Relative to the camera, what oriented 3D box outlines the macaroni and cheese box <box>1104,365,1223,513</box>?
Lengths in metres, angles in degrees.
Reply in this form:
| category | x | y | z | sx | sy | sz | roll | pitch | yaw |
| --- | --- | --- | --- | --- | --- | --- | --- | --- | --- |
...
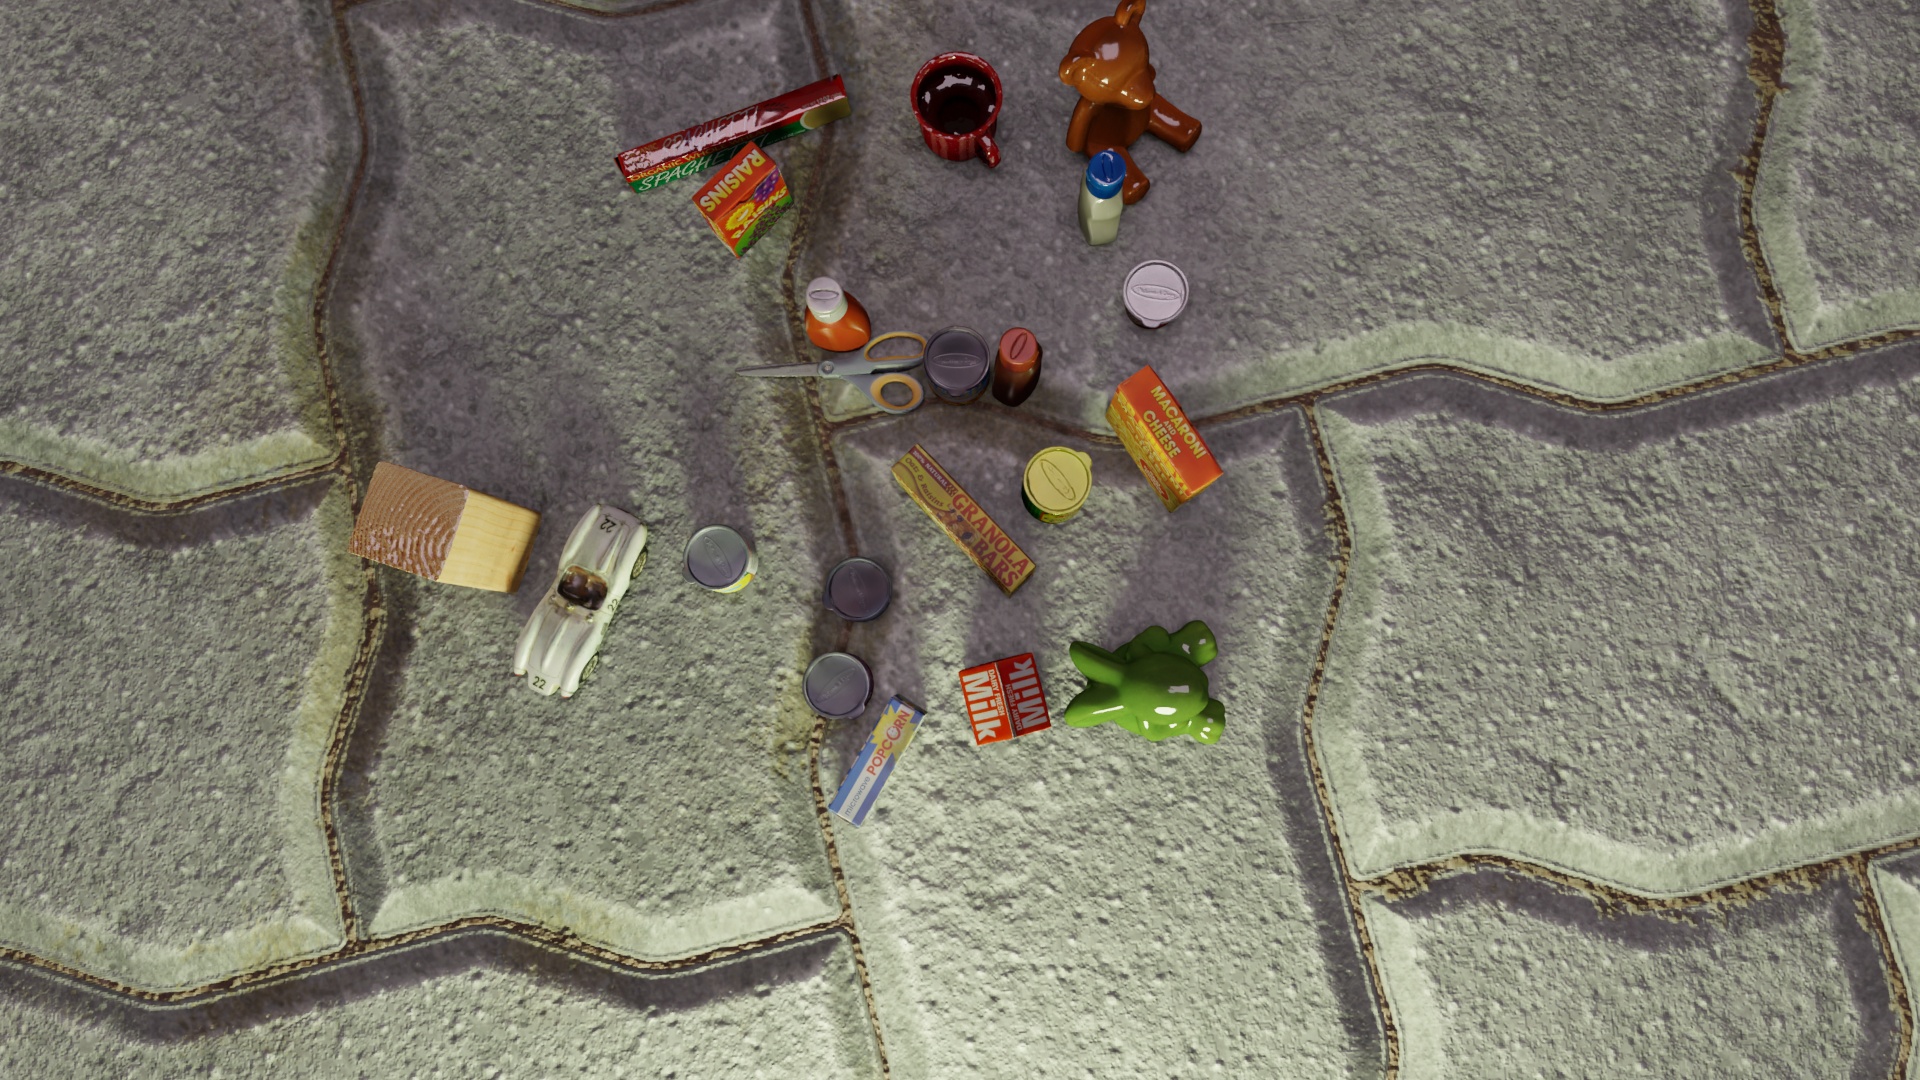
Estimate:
| category | x | y | z | sx | sy | sz | roll | pitch | yaw |
| --- | --- | --- | --- | --- | --- | --- | --- | --- | --- |
| macaroni and cheese box | 0.195 | -0.096 | 1.350 | 0.040 | 0.166 | 0.124 | -33 | 85 | -2 |

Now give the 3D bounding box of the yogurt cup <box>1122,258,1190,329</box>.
| category | x | y | z | sx | sy | sz | roll | pitch | yaw |
| --- | --- | --- | --- | --- | --- | --- | --- | --- | --- |
| yogurt cup | 0.198 | -0.249 | 1.423 | 0.072 | 0.054 | 0.072 | 0 | 84 | 1 |

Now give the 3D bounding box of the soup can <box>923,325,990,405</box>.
| category | x | y | z | sx | sy | sz | roll | pitch | yaw |
| --- | --- | --- | --- | --- | --- | --- | --- | --- | --- |
| soup can | -0.003 | -0.172 | 1.404 | 0.071 | 0.083 | 0.071 | 0 | 84 | 1 |

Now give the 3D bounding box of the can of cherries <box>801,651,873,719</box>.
| category | x | y | z | sx | sy | sz | roll | pitch | yaw |
| --- | --- | --- | --- | --- | --- | --- | --- | --- | --- |
| can of cherries | -0.120 | 0.147 | 1.386 | 0.071 | 0.058 | 0.071 | 0 | 84 | 1 |

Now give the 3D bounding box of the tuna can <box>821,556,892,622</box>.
| category | x | y | z | sx | sy | sz | roll | pitch | yaw |
| --- | --- | --- | --- | --- | --- | --- | --- | --- | --- |
| tuna can | -0.105 | 0.051 | 1.409 | 0.071 | 0.033 | 0.071 | 0 | 84 | 1 |

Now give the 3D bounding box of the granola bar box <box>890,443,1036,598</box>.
| category | x | y | z | sx | sy | sz | roll | pitch | yaw |
| --- | --- | --- | --- | --- | --- | --- | --- | --- | --- |
| granola bar box | 0.005 | -0.017 | 1.367 | 0.039 | 0.124 | 0.165 | -44 | 85 | -3 |

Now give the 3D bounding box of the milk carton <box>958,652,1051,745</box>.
| category | x | y | z | sx | sy | sz | roll | pitch | yaw |
| --- | --- | --- | --- | --- | --- | --- | --- | --- | --- |
| milk carton | 0.042 | 0.149 | 1.316 | 0.073 | 0.190 | 0.072 | -15 | 84 | 0 |

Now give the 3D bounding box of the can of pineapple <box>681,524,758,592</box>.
| category | x | y | z | sx | sy | sz | roll | pitch | yaw |
| --- | --- | --- | --- | --- | --- | --- | --- | --- | --- |
| can of pineapple | -0.243 | 0.019 | 1.403 | 0.071 | 0.058 | 0.071 | 0 | 84 | 1 |

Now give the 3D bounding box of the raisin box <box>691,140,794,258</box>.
| category | x | y | z | sx | sy | sz | roll | pitch | yaw |
| --- | --- | --- | --- | --- | --- | --- | --- | --- | --- |
| raisin box | -0.218 | -0.343 | 1.407 | 0.086 | 0.123 | 0.040 | -44 | 85 | -3 |

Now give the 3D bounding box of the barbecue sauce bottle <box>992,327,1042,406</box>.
| category | x | y | z | sx | sy | sz | roll | pitch | yaw |
| --- | --- | --- | --- | --- | --- | --- | --- | --- | --- |
| barbecue sauce bottle | 0.057 | -0.175 | 1.371 | 0.044 | 0.148 | 0.065 | 28 | 86 | 4 |

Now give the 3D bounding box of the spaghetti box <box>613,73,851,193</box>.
| category | x | y | z | sx | sy | sz | roll | pitch | yaw |
| --- | --- | --- | --- | --- | --- | --- | --- | --- | --- |
| spaghetti box | -0.236 | -0.424 | 1.453 | 0.250 | 0.050 | 0.028 | -21 | 84 | -1 |

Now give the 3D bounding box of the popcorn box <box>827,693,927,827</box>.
| category | x | y | z | sx | sy | sz | roll | pitch | yaw |
| --- | --- | --- | --- | --- | --- | --- | --- | --- | --- |
| popcorn box | -0.080 | 0.215 | 1.365 | 0.038 | 0.085 | 0.127 | 30 | 86 | 4 |

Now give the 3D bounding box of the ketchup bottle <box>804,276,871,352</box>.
| category | x | y | z | sx | sy | sz | roll | pitch | yaw |
| --- | --- | --- | --- | --- | --- | --- | --- | --- | --- |
| ketchup bottle | -0.126 | -0.224 | 1.380 | 0.065 | 0.148 | 0.043 | 0 | 85 | 2 |

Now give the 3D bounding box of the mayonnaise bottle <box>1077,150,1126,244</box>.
| category | x | y | z | sx | sy | sz | roll | pitch | yaw |
| --- | --- | --- | --- | --- | --- | --- | --- | --- | --- |
| mayonnaise bottle | 0.141 | -0.345 | 1.387 | 0.041 | 0.148 | 0.065 | -10 | 84 | 1 |

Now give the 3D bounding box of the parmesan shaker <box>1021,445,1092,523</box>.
| category | x | y | z | sx | sy | sz | roll | pitch | yaw |
| --- | --- | --- | --- | --- | --- | --- | --- | --- | --- |
| parmesan shaker | 0.097 | -0.055 | 1.380 | 0.071 | 0.103 | 0.071 | 0 | 84 | 1 |
